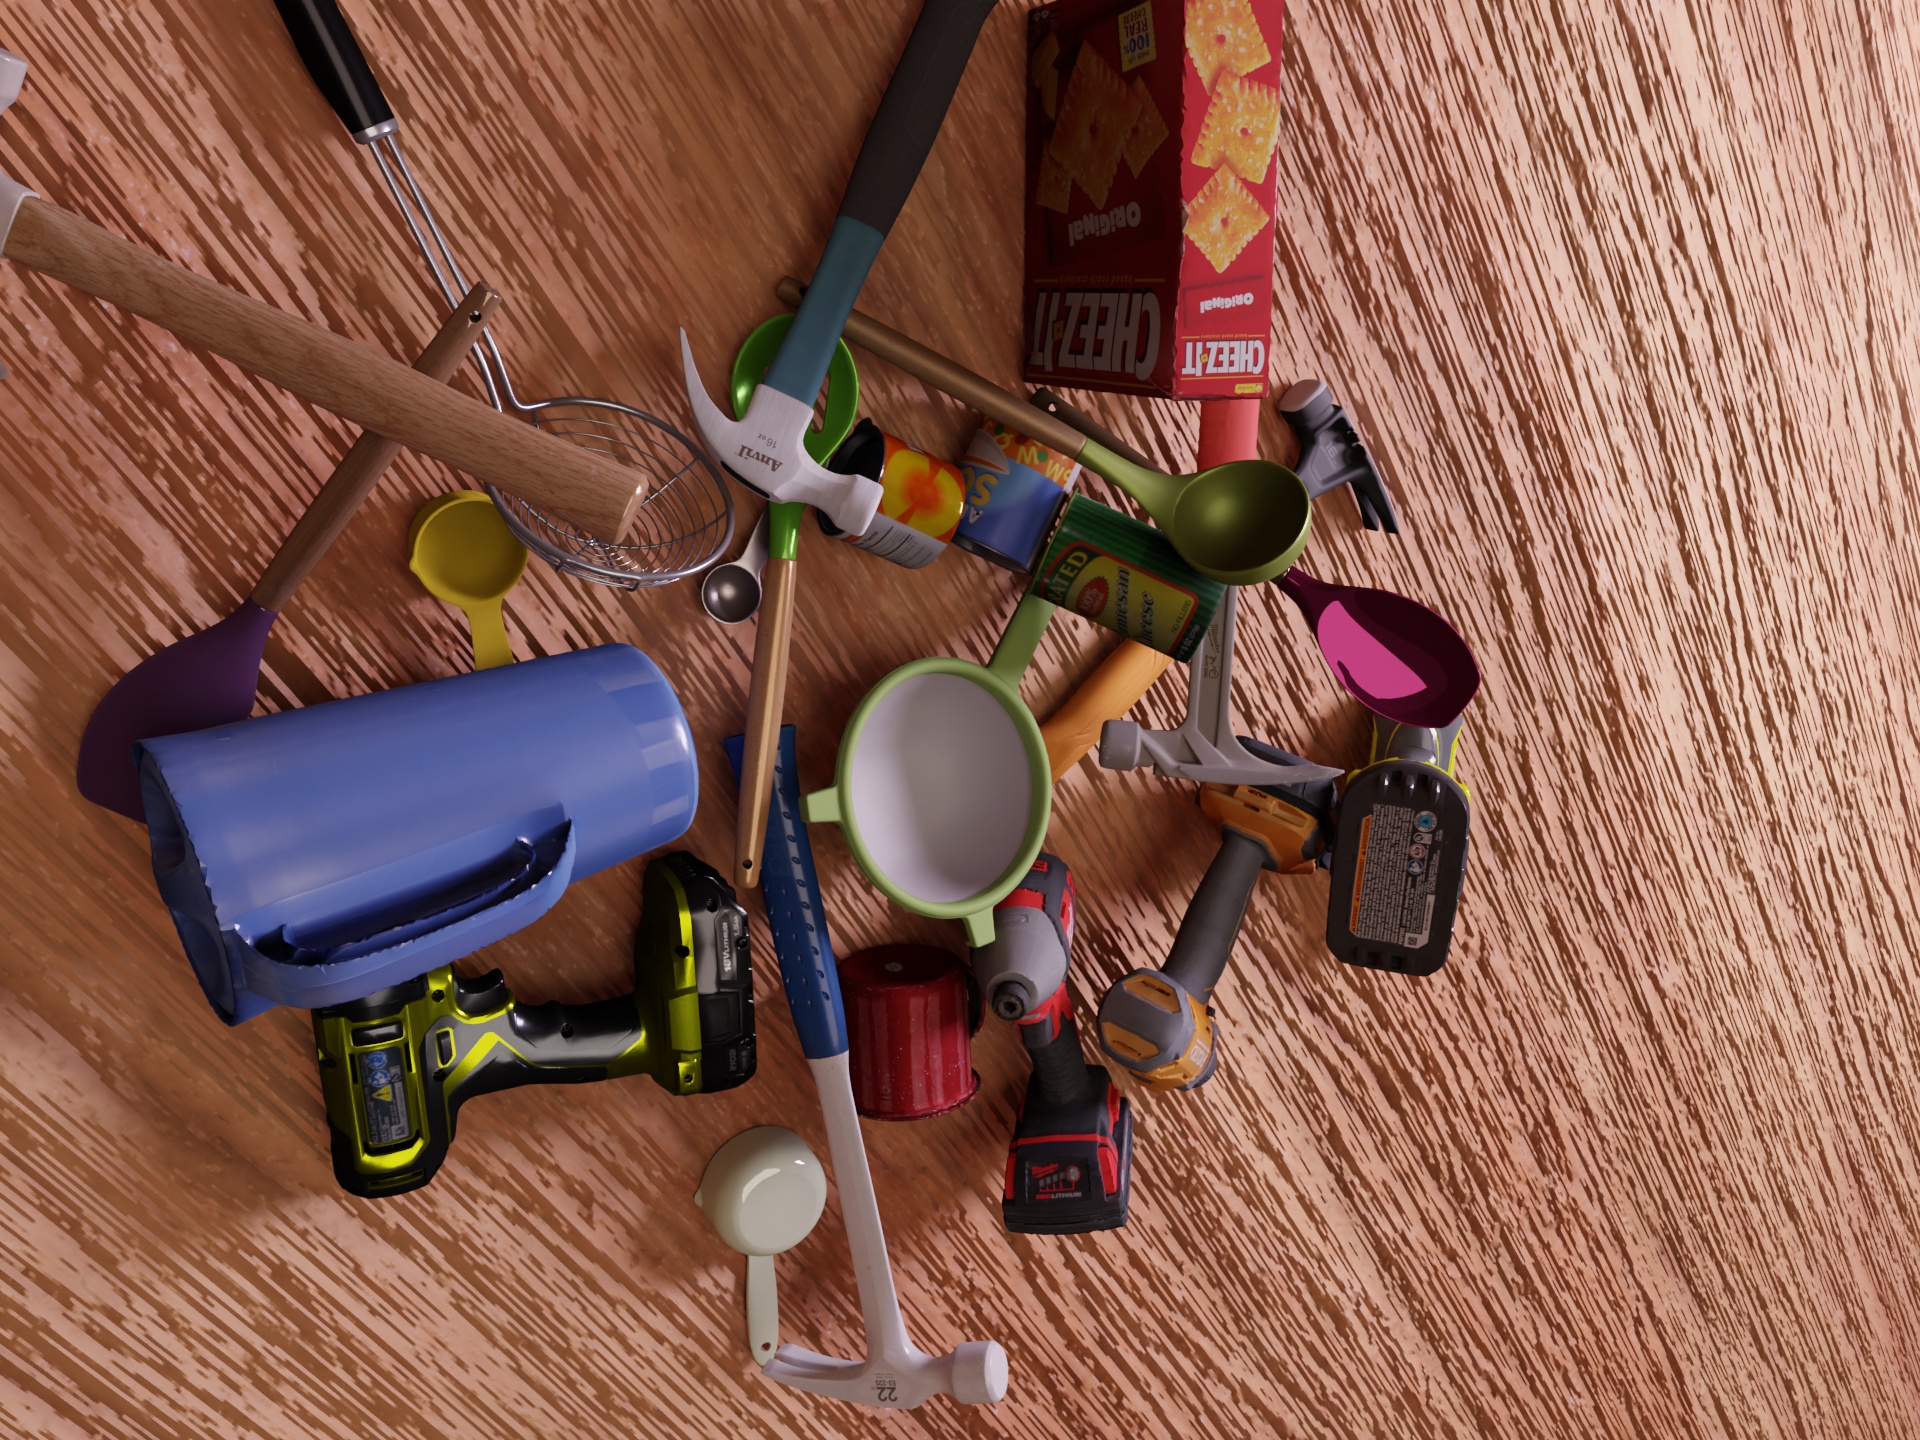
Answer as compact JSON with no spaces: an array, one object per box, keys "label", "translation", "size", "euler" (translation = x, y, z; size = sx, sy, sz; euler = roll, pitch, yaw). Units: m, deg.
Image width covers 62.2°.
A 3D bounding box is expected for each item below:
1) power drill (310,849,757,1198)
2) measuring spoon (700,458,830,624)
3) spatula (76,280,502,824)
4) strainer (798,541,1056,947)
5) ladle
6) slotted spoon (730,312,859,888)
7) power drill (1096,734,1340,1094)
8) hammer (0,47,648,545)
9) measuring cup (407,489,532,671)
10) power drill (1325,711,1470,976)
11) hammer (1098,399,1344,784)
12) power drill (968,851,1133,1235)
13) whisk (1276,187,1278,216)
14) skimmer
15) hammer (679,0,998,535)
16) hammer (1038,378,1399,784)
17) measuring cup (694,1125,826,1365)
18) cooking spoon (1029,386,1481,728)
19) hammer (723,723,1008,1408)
[{"label":"power drill","translation":[-0.230,0.149,0.860],"size":[0.223,0.080,0.171],"euler":[-9,108,-24]},{"label":"measuring spoon","translation":[-0.108,-0.109,0.895],"size":[0.034,0.018,0.124],"euler":[34,79,-23]},{"label":"spatula","translation":[-0.312,-0.076,0.740],"size":[0.059,0.018,0.316],"euler":[34,102,-33]},{"label":"strainer","translation":[-0.002,-0.003,0.958],"size":[0.151,0.069,0.256],"euler":[40,63,-27]},{"label":"ladle","translation":[0.046,-0.166,0.870],"size":[0.320,0.062,0.078],"euler":[27,70,-7]},{"label":"slotted spoon","translation":[-0.103,-0.063,0.874],"size":[0.070,0.031,0.314],"euler":[6,93,-5]},{"label":"power drill","translation":[0.174,0.143,1.060],"size":[0.226,0.084,0.185],"euler":[-62,154,-11]},{"label":"hammer","translation":[-0.296,-0.159,0.692],"size":[0.331,0.031,0.130],"euler":[25,101,-10]},{"label":"measuring cup","translation":[-0.249,-0.046,0.829],"size":[0.062,0.029,0.156],"euler":[-17,123,-24]},{"label":"power drill","translation":[0.299,0.087,1.081],"size":[0.228,0.080,0.190],"euler":[-34,130,-69]},{"label":"hammer","translation":[0.172,-0.140,0.979],"size":[0.149,0.036,0.359],"euler":[4,91,2]},{"label":"power drill","translation":[0.053,0.207,0.999],"size":[0.078,0.143,0.219],"euler":[-7,113,12]},{"label":"whisk","translation":[0.137,-0.393,0.914],"size":[0.073,0.073,0.296],"euler":[-12,98,-27]},{"label":"skimmer","translation":[-0.225,-0.226,0.748],"size":[0.127,0.090,0.363],"euler":[-51,125,-47]},{"label":"hammer","translation":[-0.046,-0.271,0.842],"size":[0.128,0.033,0.331],"euler":[23,83,-7]},{"label":"hammer","translation":[0.151,-0.067,1.039],"size":[0.337,0.034,0.127],"euler":[-45,119,-11]},{"label":"measuring cup","translation":[-0.119,0.338,0.995],"size":[0.083,0.038,0.167],"euler":[-8,105,-28]},{"label":"cooking spoon","translation":[0.173,-0.102,0.953],"size":[0.319,0.017,0.068],"euler":[36,100,1]},{"label":"hammer","translation":[-0.081,0.205,0.923],"size":[0.144,0.035,0.405],"euler":[-10,94,18]}]
